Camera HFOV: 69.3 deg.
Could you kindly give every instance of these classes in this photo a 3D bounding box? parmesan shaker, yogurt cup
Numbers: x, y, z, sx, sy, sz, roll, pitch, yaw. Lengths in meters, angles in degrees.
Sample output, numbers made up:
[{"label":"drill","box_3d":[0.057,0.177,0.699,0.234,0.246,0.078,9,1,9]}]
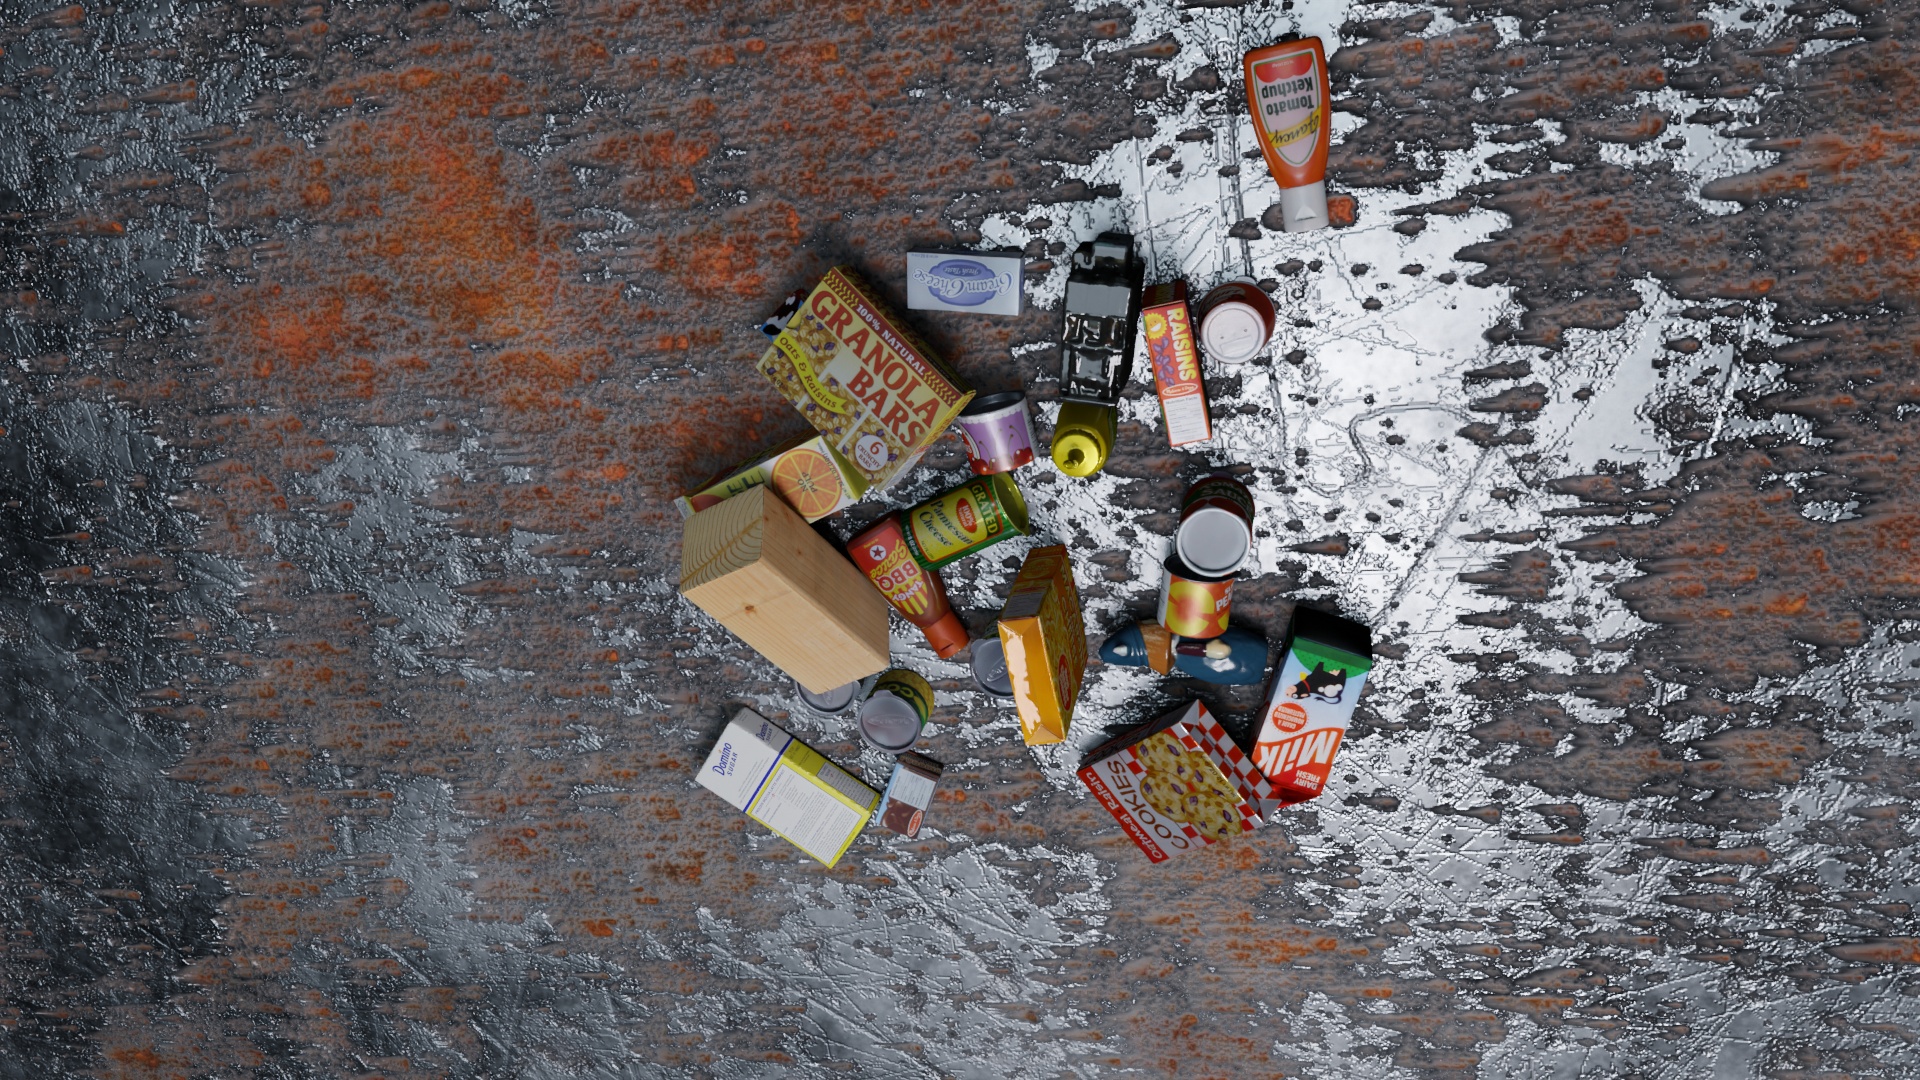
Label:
[{"label":"parmesan shaker","box_3d":[0.005,-0.016,1.297,0.103,0.071,0.071,-24,104,21]},{"label":"yogurt cup","box_3d":[0.234,-0.183,1.184,0.072,0.054,0.072,5,113,12]}]

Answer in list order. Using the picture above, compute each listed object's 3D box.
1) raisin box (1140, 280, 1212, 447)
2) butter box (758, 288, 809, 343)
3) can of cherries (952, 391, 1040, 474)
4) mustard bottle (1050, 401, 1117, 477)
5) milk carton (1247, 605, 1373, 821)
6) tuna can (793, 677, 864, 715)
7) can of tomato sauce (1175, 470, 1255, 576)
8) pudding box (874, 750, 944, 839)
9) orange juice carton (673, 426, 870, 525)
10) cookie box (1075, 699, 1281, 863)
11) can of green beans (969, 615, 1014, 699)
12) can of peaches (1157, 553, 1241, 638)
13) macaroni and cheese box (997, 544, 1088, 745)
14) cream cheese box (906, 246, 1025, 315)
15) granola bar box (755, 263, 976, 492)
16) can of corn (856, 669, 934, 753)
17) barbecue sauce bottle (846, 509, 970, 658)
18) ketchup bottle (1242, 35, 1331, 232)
[{"label":"raisin box","box_3d":[0.185,-0.153,1.190,0.040,0.086,0.123,-10,110,14]},{"label":"butter box","box_3d":[-0.132,-0.179,1.291,0.103,0.024,0.053,45,115,-6]},{"label":"can of cherries","box_3d":[0.032,-0.097,1.259,0.071,0.072,0.058,-10,110,17]},{"label":"mustard bottle","box_3d":[0.106,-0.087,1.194,0.049,0.161,0.065,1,113,12]},{"label":"milk carton","box_3d":[0.316,0.166,1.291,0.073,0.072,0.189,17,114,7]},{"label":"tuna can","box_3d":[-0.131,0.142,1.411,0.071,0.033,0.070,5,112,12]},{"label":"can of tomato sauce","box_3d":[0.228,-0.015,1.235,0.071,0.083,0.071,5,113,12]},{"label":"pudding box","box_3d":[-0.053,0.263,1.442,0.050,0.030,0.083,21,114,4]},{"label":"orange juice carton","box_3d":[-0.182,-0.045,1.328,0.192,0.073,0.071,-23,105,21]},{"label":"cookie box","box_3d":[0.203,0.233,1.320,0.123,0.040,0.166,50,140,-2]},{"label":"can of green beans","box_3d":[0.047,0.111,1.343,0.071,0.058,0.071,5,112,12]},{"label":"can of peaches","box_3d":[0.218,0.050,1.272,0.071,0.071,0.057,9,113,10]},{"label":"macaroni and cheese box","box_3d":[0.079,0.092,1.267,0.040,0.167,0.123,-7,110,16]},{"label":"cream cheese box","box_3d":[0.005,-0.231,1.237,0.104,0.024,0.053,5,113,12]},{"label":"granola bar box","box_3d":[-0.086,-0.145,1.239,0.165,0.039,0.123,45,115,6]},{"label":"can of corn","box_3d":[-0.064,0.168,1.392,0.071,0.058,0.071,5,112,12]},{"label":"barbecue sauce bottle","box_3d":[-0.045,0.046,1.347,0.064,0.044,0.148,-31,102,19]},{"label":"ketchup bottle","box_3d":[0.271,-0.327,1.125,0.064,0.044,0.148,-8,109,16]}]
